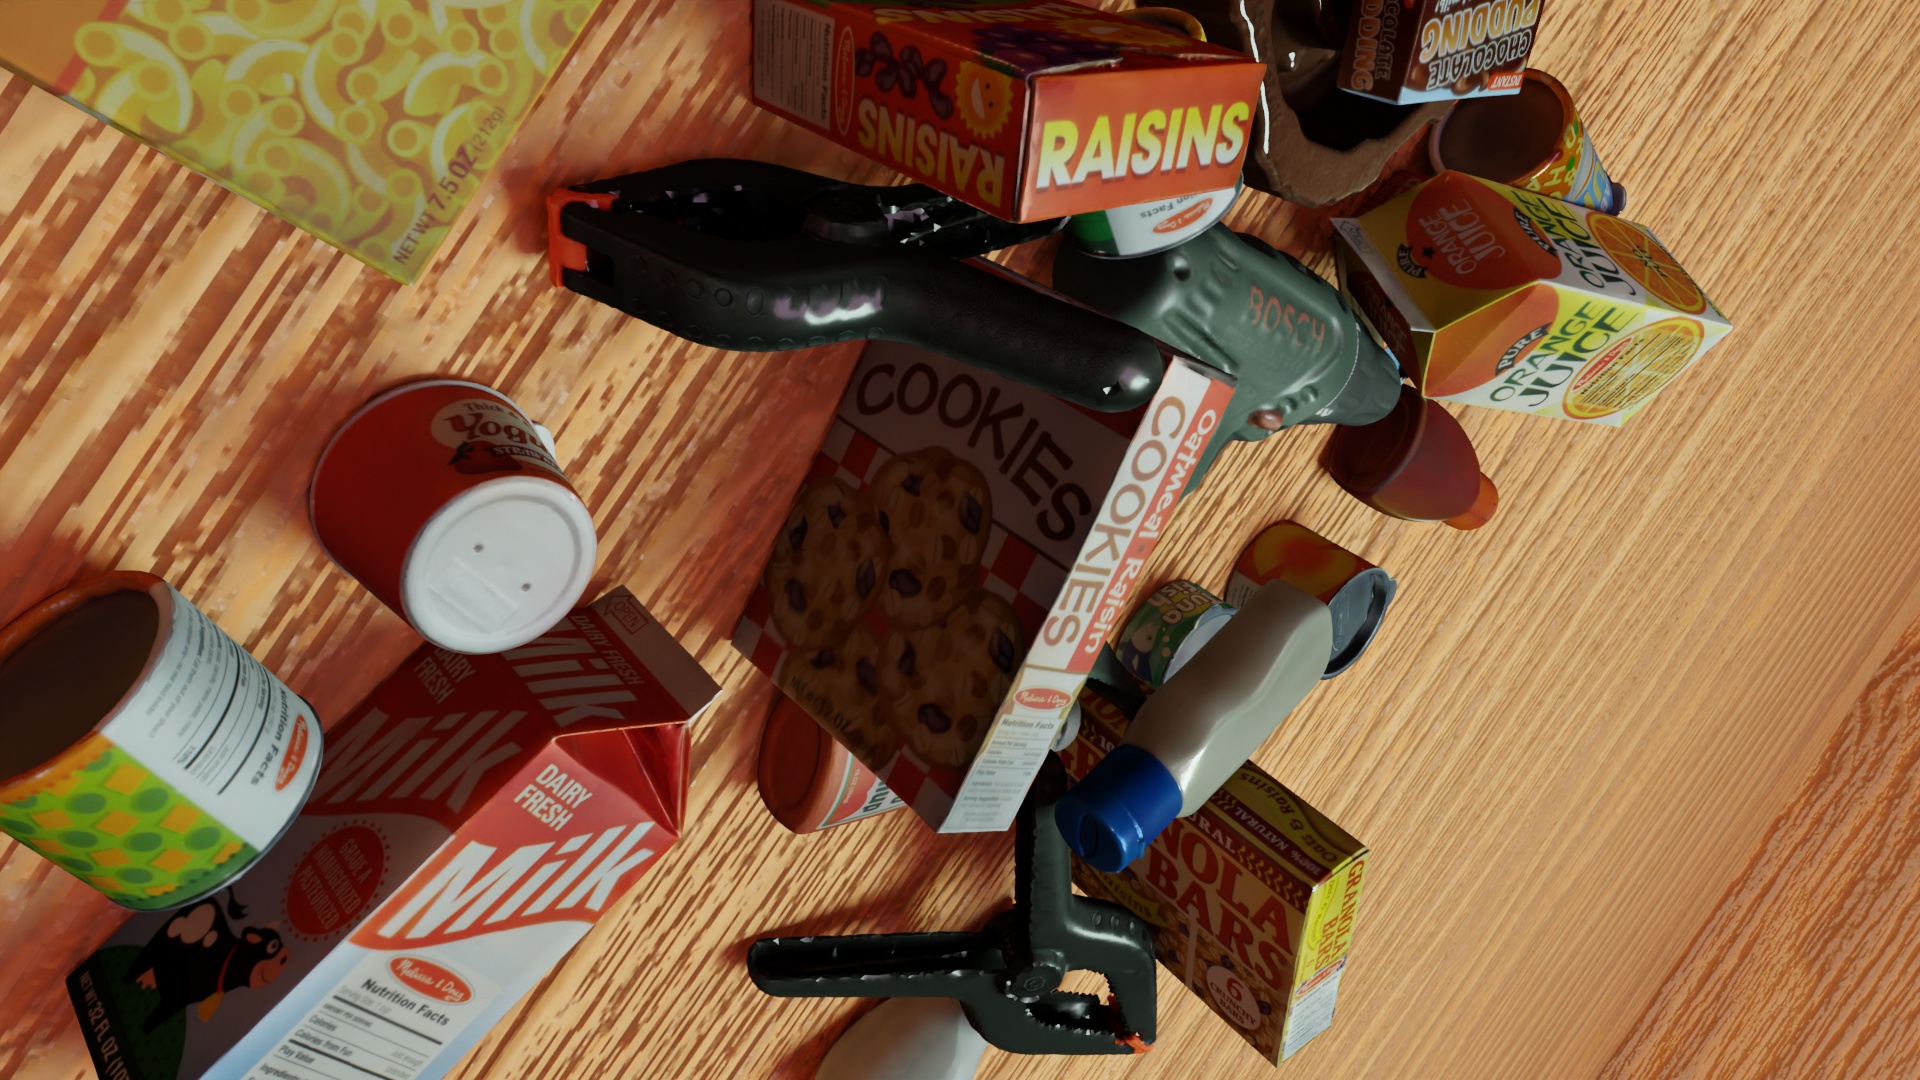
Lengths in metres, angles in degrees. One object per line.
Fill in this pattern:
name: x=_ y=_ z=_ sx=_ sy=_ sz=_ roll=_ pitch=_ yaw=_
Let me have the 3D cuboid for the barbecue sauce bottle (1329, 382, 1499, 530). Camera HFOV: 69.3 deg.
barbecue sauce bottle: x=0.258 y=-0.038 z=0.768 sx=0.148 sy=0.044 sz=0.064 roll=19 pitch=102 yaw=-50

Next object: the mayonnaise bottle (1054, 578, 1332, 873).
mayonnaise bottle: x=0.099 y=0.077 z=0.576 sx=0.149 sy=0.041 sz=0.064 roll=-36 pitch=144 yaw=-33

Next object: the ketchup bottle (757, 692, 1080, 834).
ketchup bottle: x=-0.012 y=0.080 z=0.581 sx=0.149 sy=0.043 sz=0.064 roll=-3 pitch=122 yaw=-45

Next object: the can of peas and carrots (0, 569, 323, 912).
can of peas and carrots: x=-0.209 y=0.051 z=0.347 sx=0.071 sy=0.071 sz=0.058 roll=-41 pitch=138 yaw=-16

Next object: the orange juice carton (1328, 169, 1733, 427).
orange juice carton: x=0.248 y=-0.107 z=0.623 sx=0.193 sy=0.072 sz=0.072 roll=3 pitch=140 yaw=-33

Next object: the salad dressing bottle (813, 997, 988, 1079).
salad dressing bottle: x=-0.007 y=0.240 z=0.686 sx=0.148 sy=0.064 sz=0.043 roll=-35 pitch=136 yaw=-33

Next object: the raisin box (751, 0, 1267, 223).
raisin box: x=0.009 y=-0.130 z=0.393 sx=0.086 sy=0.123 sz=0.039 roll=-17 pitch=128 yaw=-36

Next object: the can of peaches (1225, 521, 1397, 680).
can of peaches: x=0.183 y=0.030 z=0.729 sx=0.071 sy=0.058 sz=0.071 roll=-25 pitch=131 yaw=-32

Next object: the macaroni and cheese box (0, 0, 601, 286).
macaroni and cheese box: x=-0.156 y=-0.146 z=0.283 sx=0.123 sy=0.040 sz=0.166 roll=-56 pitch=141 yaw=2

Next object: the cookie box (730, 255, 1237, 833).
cookie box: x=0.002 y=-0.006 z=0.471 sx=0.040 sy=0.123 sz=0.167 roll=14 pitch=106 yaw=-49

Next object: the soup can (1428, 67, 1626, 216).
soup can: x=0.272 y=-0.176 z=0.664 sx=0.083 sy=0.071 sz=0.071 roll=27 pitch=96 yaw=-50

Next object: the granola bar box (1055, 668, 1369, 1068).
granola bar box: x=0.103 y=0.143 z=0.643 sx=0.039 sy=0.166 sz=0.123 roll=-26 pitch=133 yaw=-30

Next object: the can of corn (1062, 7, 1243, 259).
can of corn: x=0.057 y=-0.141 z=0.478 sx=0.071 sy=0.071 sz=0.058 roll=-42 pitch=133 yaw=-16

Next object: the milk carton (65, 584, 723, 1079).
milk carton: x=-0.159 y=0.095 z=0.423 sx=0.191 sy=0.072 sz=0.073 roll=-45 pitch=139 yaw=-11

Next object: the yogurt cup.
yogurt cup: x=-0.138 y=-0.004 z=0.388 sx=0.073 sy=0.054 sz=0.072 roll=-24 pitch=132 yaw=-31

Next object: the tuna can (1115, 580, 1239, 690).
tuna can: x=0.111 y=0.054 z=0.692 sx=0.071 sy=0.033 sz=0.070 roll=-25 pitch=132 yaw=-31

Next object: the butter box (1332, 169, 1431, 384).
butter box: x=0.213 y=-0.124 z=0.678 sx=0.053 sy=0.024 sz=0.103 roll=-42 pitch=139 yaw=-14

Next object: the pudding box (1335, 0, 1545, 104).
pudding box: x=0.177 y=-0.188 z=0.506 sx=0.084 sy=0.030 sz=0.049 roll=-17 pitch=126 yaw=-38
